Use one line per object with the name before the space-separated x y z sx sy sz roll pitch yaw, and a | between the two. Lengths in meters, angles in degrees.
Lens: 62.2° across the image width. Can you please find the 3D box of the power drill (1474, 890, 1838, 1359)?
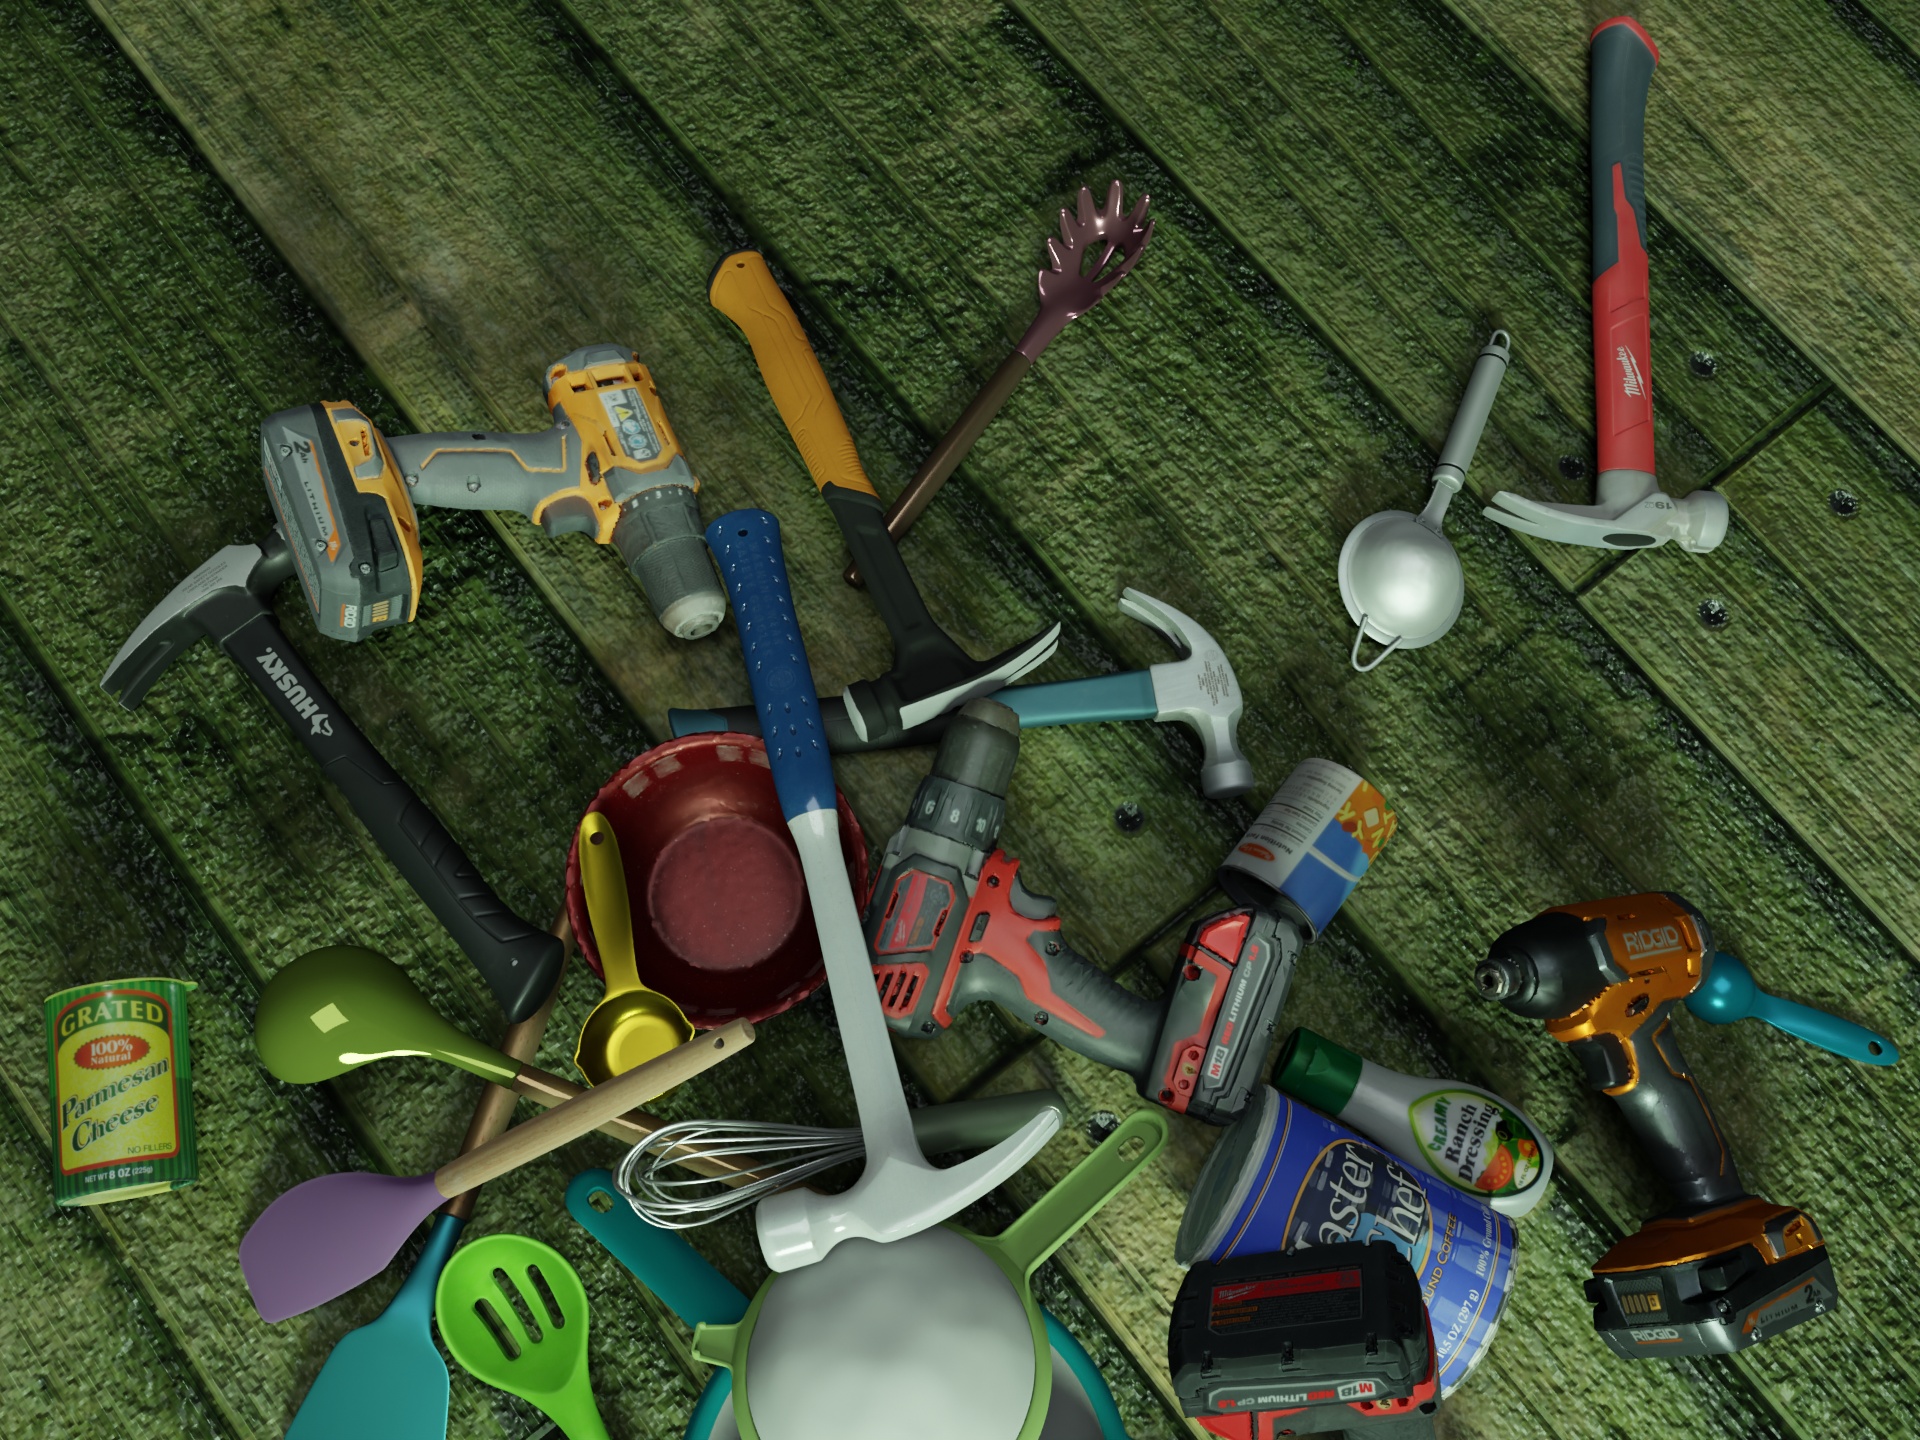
power drill | 0.351 0.205 0.828 0.164 0.084 0.227 -1 69 -34

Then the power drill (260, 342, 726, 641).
power drill | -0.253 -0.111 0.898 0.226 0.084 0.185 -18 74 -29

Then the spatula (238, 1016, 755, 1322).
spatula | -0.234 0.215 0.780 0.316 0.018 0.060 -28 80 14

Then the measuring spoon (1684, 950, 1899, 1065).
measuring spoon | 0.475 0.167 0.903 0.128 0.021 0.042 21 72 4

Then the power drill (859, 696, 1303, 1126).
power drill | 0.064 0.104 0.858 0.227 0.080 0.188 19 83 5

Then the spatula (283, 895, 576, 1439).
spatula | -0.256 0.235 0.835 0.082 0.044 0.318 17 67 2

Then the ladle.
ladle | -0.205 0.199 0.817 0.320 0.062 0.078 25 44 -6

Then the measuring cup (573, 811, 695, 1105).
measuring cup | -0.174 0.122 0.820 0.062 0.029 0.157 -15 67 -3

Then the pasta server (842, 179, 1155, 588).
pasta server | 0.022 -0.209 0.987 0.060 0.040 0.316 31 74 16

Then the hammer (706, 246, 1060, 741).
hammer | -0.066 -0.153 0.944 0.127 0.034 0.337 -23 68 -9

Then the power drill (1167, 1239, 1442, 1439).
power drill | 0.175 0.364 0.751 0.143 0.078 0.219 -14 105 17

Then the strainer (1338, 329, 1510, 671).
strainer | 0.299 -0.145 0.984 0.087 0.050 0.258 30 69 -11

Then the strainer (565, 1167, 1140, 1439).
strainer | -0.073 0.346 0.785 0.341 0.095 0.211 32 57 28

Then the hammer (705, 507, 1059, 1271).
hammer | -0.067 0.058 0.813 0.144 0.035 0.406 -16 61 -1

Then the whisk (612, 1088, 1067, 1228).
whisk | -0.055 0.216 0.813 0.246 0.059 0.057 -2 107 -25

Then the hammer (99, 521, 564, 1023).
hammer | -0.330 0.034 0.866 0.146 0.035 0.335 -40 71 -15

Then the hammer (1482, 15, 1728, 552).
hammer | 0.416 -0.295 1.040 0.143 0.038 0.386 6 72 0

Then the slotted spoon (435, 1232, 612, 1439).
slotted spoon | -0.160 0.391 0.777 0.070 0.031 0.314 -31 83 -8

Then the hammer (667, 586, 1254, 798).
hammer | -0.001 -0.003 0.921 0.331 0.033 0.128 -6 74 -5

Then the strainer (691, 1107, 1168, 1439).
strainer | 0.006 0.258 0.748 0.256 0.069 0.152 -36 56 -23
